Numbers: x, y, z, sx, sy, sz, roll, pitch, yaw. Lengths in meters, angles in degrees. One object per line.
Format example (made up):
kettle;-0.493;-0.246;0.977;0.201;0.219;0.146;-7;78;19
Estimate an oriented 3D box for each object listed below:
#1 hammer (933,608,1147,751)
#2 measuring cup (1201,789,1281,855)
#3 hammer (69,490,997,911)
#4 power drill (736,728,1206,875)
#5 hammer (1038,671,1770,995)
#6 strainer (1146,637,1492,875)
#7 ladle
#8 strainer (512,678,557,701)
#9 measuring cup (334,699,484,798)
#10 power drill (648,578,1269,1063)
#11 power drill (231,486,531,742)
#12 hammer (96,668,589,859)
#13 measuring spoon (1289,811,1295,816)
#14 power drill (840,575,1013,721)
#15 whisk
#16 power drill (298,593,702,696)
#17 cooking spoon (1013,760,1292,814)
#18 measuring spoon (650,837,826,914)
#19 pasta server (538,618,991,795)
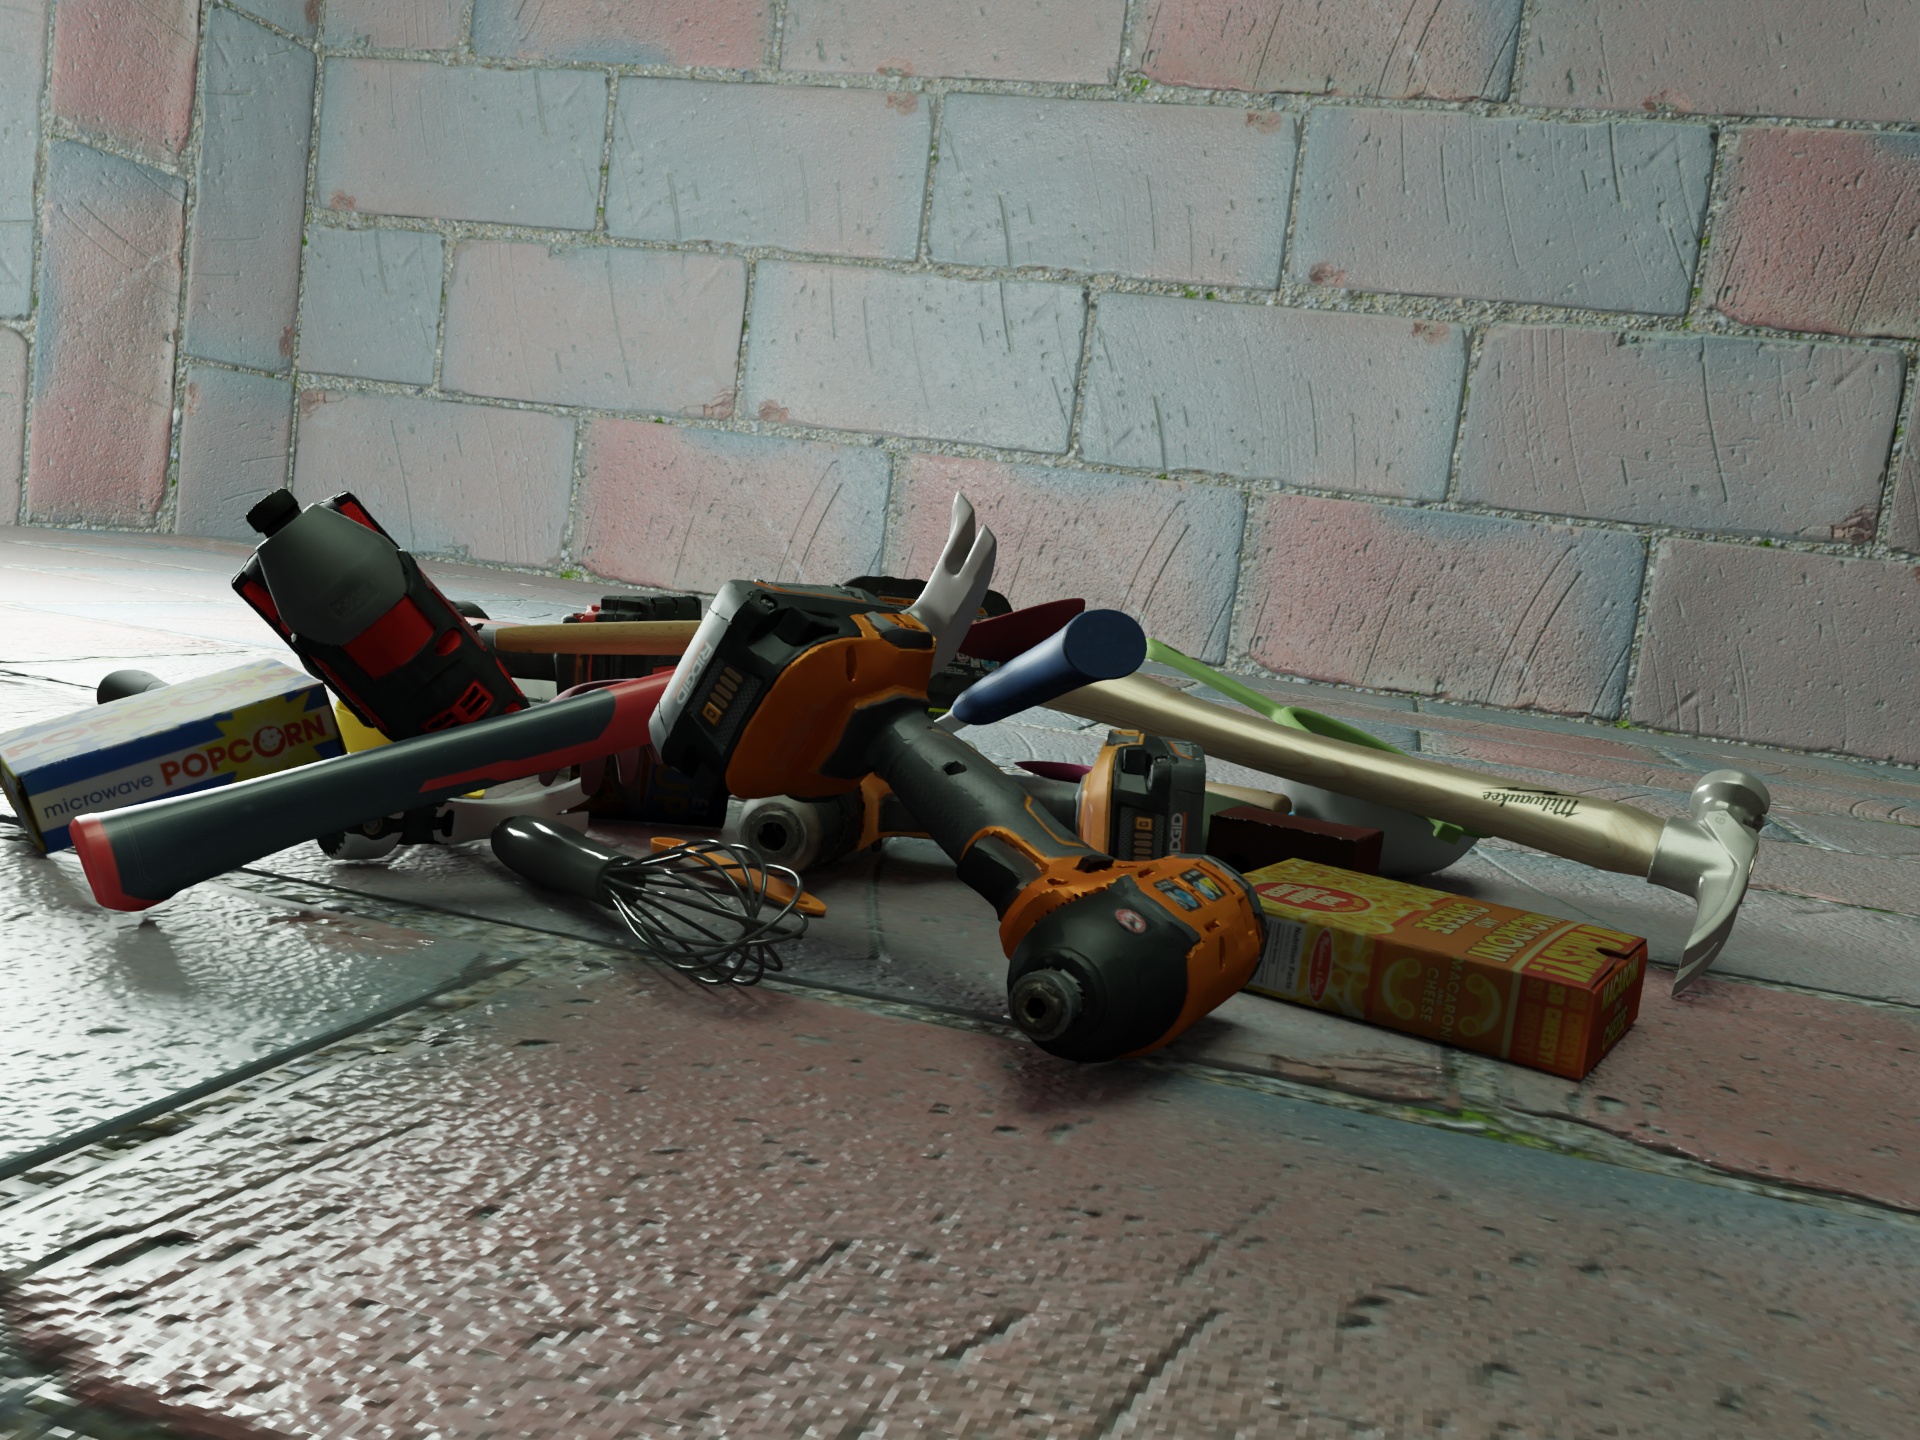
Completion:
hammer;-0.001;-0.003;0.924;0.144;0.035;0.405;3;-10;-18
measuring cup;0.172;0.074;0.968;0.083;0.038;0.167;13;-7;38
hammer;-0.155;-0.006;0.661;0.386;0.143;0.038;-17;61;-35
power drill;0.006;0.047;0.791;0.226;0.084;0.185;3;5;8
hammer;0.212;0.032;0.877;0.411;0.038;0.146;16;42;27
strainer;0.212;0.030;1.011;0.256;0.069;0.151;31;14;25
ladle;-0.082;-0.045;0.839;0.315;0.031;0.069;-2;-13;-17
strainer;-0.275;-0.009;1.158;0.258;0.050;0.086;15;-5;32
measuring cup;-0.316;0.023;0.921;0.062;0.029;0.157;1;20;-43
power drill;-0.003;0.038;0.585;0.227;0.084;0.164;37;17;19
power drill;-0.283;-0.050;0.758;0.143;0.078;0.220;52;-14;-22
hammer;-0.364;0.014;0.864;0.409;0.036;0.149;12;7;40
measuring spoon;0.174;0.070;1.080;0.042;0.021;0.129;1;0;-39
power drill;-0.075;-0.026;1.110;0.190;0.080;0.228;5;-17;-23
whisk;-0.136;0.062;0.640;0.055;0.055;0.239;2;4;-39
power drill;-0.285;-0.049;1.032;0.227;0.080;0.188;5;6;10
cooking spoon;0.127;0.044;1.106;0.068;0.017;0.319;7;0;-26
measuring spoon;-0.105;0.074;0.740;0.117;0.011;0.021;17;8;39
pasta server;-0.092;-0.020;0.867;0.316;0.040;0.060;-15;40;-43
